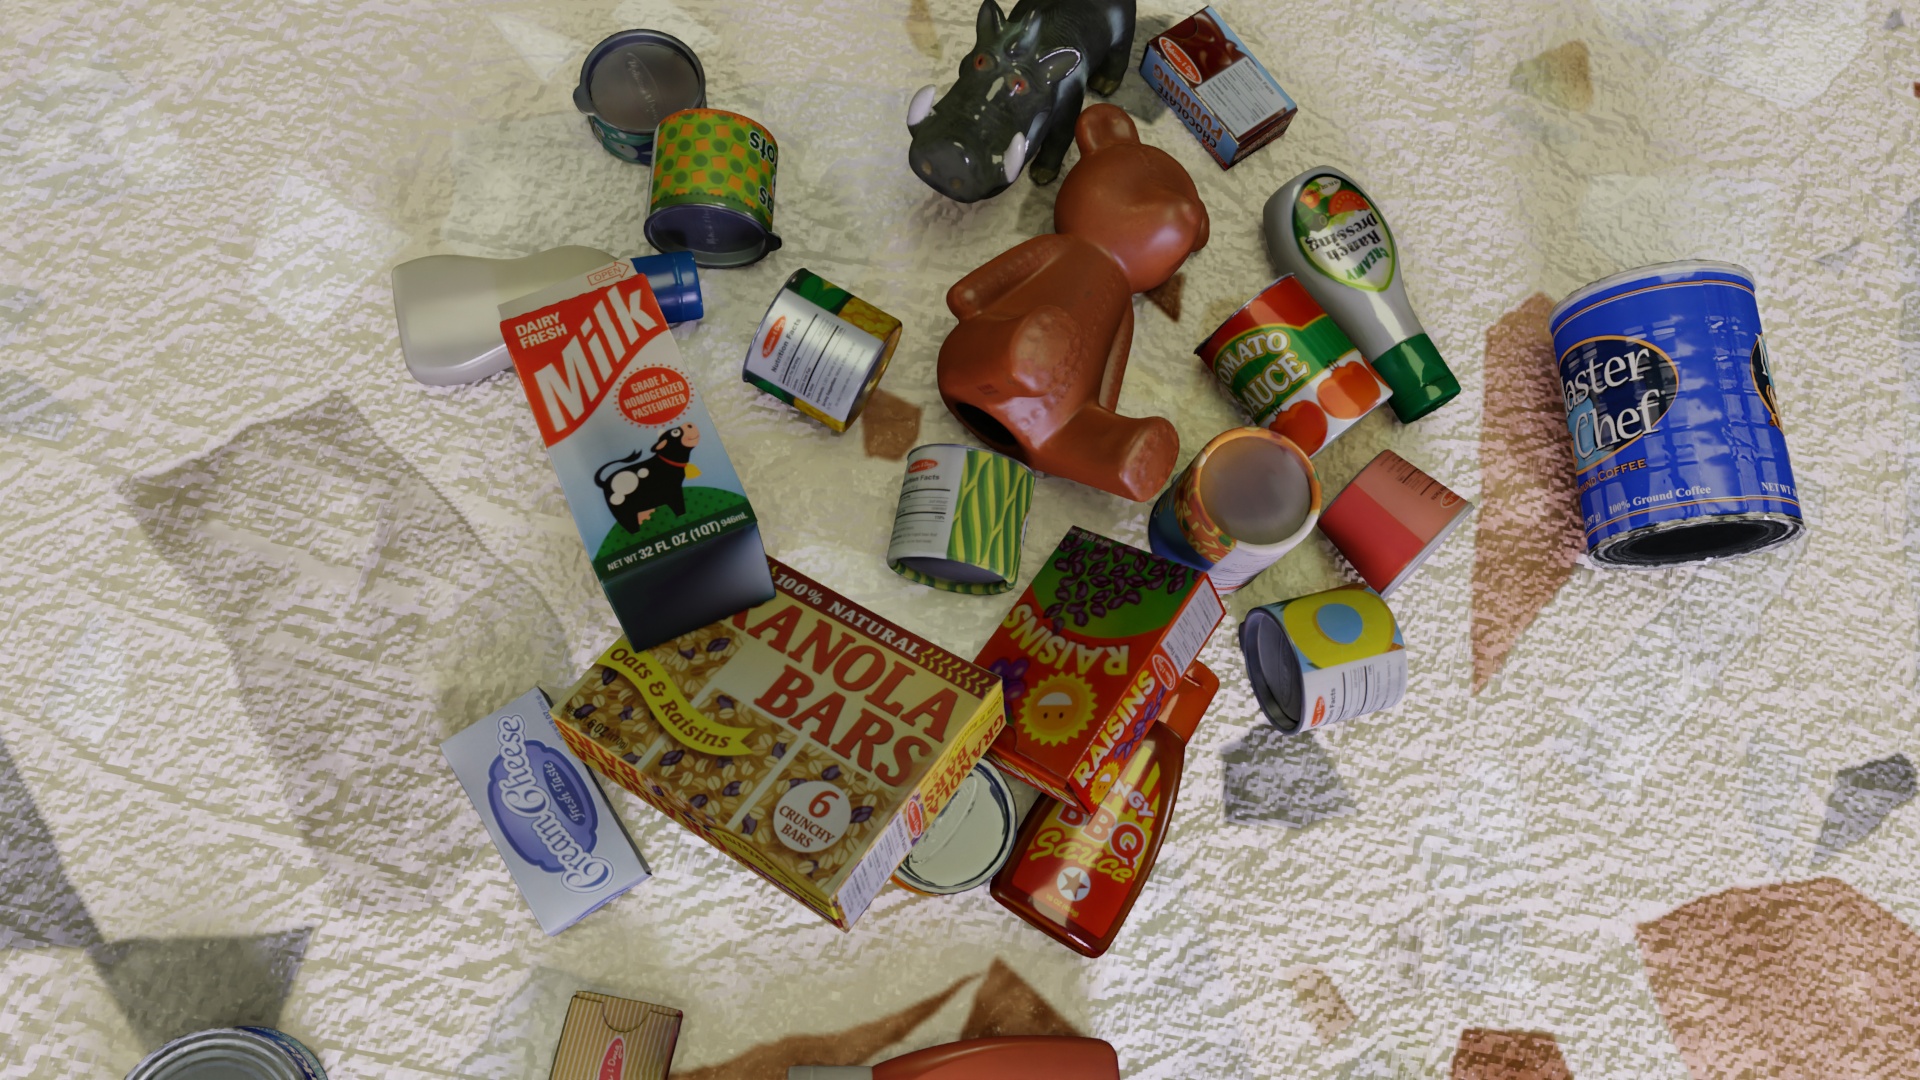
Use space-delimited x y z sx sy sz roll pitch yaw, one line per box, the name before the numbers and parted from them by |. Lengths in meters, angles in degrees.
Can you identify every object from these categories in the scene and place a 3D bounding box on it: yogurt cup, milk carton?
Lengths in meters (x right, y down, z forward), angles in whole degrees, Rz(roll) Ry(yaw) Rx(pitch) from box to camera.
yogurt cup | 0.224 -0.011 0.725 0.072 0.072 0.054 -41 75 -16
milk carton | -0.156 -0.053 0.646 0.072 0.073 0.191 -23 63 -12

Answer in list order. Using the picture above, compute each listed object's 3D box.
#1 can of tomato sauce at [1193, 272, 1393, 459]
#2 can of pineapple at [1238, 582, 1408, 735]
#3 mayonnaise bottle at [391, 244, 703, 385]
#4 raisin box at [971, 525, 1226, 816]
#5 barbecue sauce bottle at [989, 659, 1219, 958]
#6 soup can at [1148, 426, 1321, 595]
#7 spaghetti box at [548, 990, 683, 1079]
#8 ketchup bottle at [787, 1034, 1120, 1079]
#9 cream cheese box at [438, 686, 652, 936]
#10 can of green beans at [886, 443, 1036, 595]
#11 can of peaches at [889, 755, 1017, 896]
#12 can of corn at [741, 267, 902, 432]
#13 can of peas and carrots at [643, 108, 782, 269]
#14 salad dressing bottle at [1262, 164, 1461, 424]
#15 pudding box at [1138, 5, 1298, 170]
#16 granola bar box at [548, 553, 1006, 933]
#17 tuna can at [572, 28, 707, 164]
can of tomato sauce | 0.176 -0.089 0.738 0.071 0.071 0.083 -36 82 -15
can of pineapple | 0.181 0.057 0.697 0.058 0.070 0.071 -13 76 -11
mayonnaise bottle | -0.209 -0.120 0.712 0.148 0.041 0.065 -10 82 -12
raisin box | 0.059 0.060 0.671 0.086 0.040 0.124 22 67 40
barbecue sauce bottle | 0.076 0.122 0.675 0.065 0.043 0.149 32 72 4
soup can | 0.136 -0.016 0.703 0.071 0.083 0.071 2 73 -6
spaghetti box | -0.174 0.323 0.589 0.050 0.028 0.251 13 72 -3
ketchup bottle | -0.004 0.256 0.624 0.149 0.043 0.065 3 72 -6
cream cheese box | -0.194 0.126 0.648 0.053 0.024 0.104 -31 80 -14
can of green beans | 0.001 -0.009 0.693 0.071 0.071 0.058 12 73 -4
can of peaches | -0.012 0.132 0.653 0.071 0.058 0.071 2 74 -6
can of corn | -0.069 -0.097 0.712 0.058 0.071 0.071 29 72 1
can of peas and carrots | -0.127 -0.184 0.728 0.071 0.070 0.059 3 73 -6
salad dressing bottle | 0.224 -0.136 0.771 0.064 0.044 0.148 -26 79 -13
pudding box | 0.150 -0.263 0.807 0.050 0.030 0.084 -36 81 -14
granola bar box | -0.081 0.079 0.625 0.166 0.038 0.125 26 57 25
tuna can | -0.174 -0.240 0.756 0.071 0.032 0.071 2 73 -7
